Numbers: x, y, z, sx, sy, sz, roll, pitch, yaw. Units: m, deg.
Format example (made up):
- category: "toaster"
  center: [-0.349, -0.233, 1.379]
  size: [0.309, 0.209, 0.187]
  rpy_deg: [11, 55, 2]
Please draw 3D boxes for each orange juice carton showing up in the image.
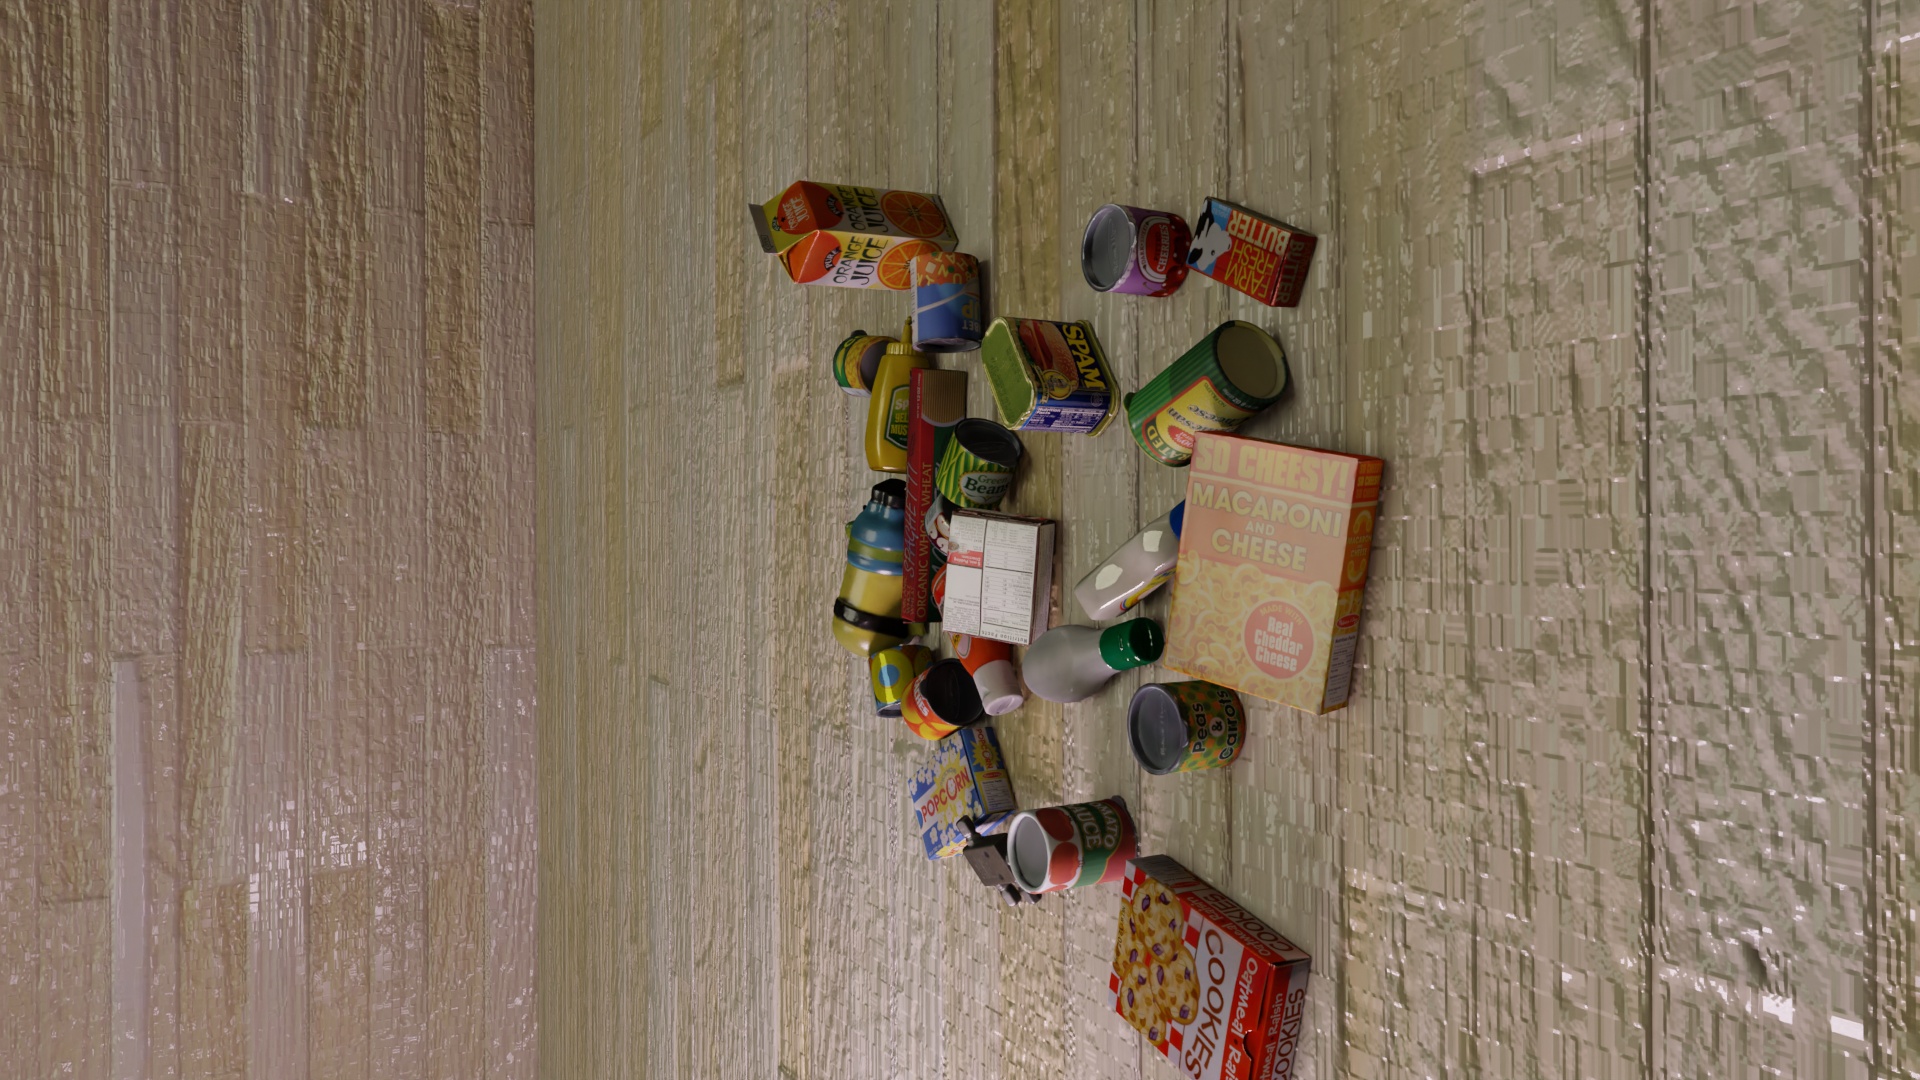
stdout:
- category: "orange juice carton"
  center: [-0.109, -0.296, 1.352]
  size: [0.072, 0.193, 0.072]
  rpy_deg: [-57, 44, 45]

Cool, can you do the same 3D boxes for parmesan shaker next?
- category: "parmesan shaker"
  center: [0.171, -0.104, 0.980]
  size: [0.102, 0.071, 0.071]
  rpy_deg: [-40, 56, 54]

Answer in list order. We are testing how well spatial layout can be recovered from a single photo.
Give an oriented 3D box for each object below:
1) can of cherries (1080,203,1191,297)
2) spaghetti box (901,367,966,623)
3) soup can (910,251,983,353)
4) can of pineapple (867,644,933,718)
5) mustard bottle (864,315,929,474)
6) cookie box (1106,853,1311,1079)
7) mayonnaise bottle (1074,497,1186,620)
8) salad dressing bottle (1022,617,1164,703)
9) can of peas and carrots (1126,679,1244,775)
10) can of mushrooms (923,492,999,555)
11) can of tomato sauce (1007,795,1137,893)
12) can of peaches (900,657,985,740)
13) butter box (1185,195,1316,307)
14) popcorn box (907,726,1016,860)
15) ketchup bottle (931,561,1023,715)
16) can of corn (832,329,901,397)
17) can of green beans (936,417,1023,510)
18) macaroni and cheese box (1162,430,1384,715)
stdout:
- category: "can of cherries"
  center: [0.135, -0.220, 1.057]
  size: [0.071, 0.058, 0.071]
  rpy_deg: [-3, 87, 61]
- category: "spaghetti box"
  center: [-0.026, -0.042, 1.351]
  size: [0.028, 0.050, 0.249]
  rpy_deg: [10, 99, 61]
- category: "soup can"
  center: [-0.011, -0.224, 1.312]
  size: [0.071, 0.071, 0.084]
  rpy_deg: [-8, 82, 60]
- category: "can of pineapple"
  center: [-0.055, 0.140, 1.389]
  size: [0.070, 0.071, 0.058]
  rpy_deg: [-40, 56, 54]
- category: "mustard bottle"
  center: [-0.059, -0.148, 1.397]
  size: [0.049, 0.065, 0.160]
  rpy_deg: [-177, 91, -65]
- category: "cookie box"
  center: [0.174, 0.321, 1.008]
  size: [0.167, 0.040, 0.122]
  rpy_deg: [26, 112, 58]
- category: "mayonnaise bottle"
  center: [0.148, 0.009, 1.035]
  size: [0.147, 0.065, 0.041]
  rpy_deg: [-44, 71, 47]
- category: "salad dressing bottle"
  center: [0.106, 0.094, 1.126]
  size: [0.147, 0.044, 0.064]
  rpy_deg: [-26, 66, 57]
- category: "can of peas and carrots"
  center: [0.165, 0.134, 1.006]
  size: [0.071, 0.059, 0.071]
  rpy_deg: [2, 92, 60]
- category: "can of mushrooms"
  center: [0.005, -0.016, 1.284]
  size: [0.033, 0.071, 0.071]
  rpy_deg: [-55, 45, 45]
- category: "can of tomato sauce"
  center: [0.089, 0.243, 1.114]
  size: [0.071, 0.083, 0.071]
  rpy_deg: [3, 93, 61]
- category: "can of peaches"
  center: [-0.018, 0.151, 1.318]
  size: [0.057, 0.071, 0.071]
  rpy_deg: [-40, 56, 55]
- category: "butter box"
  center: [0.202, -0.203, 0.974]
  size: [0.104, 0.024, 0.053]
  rpy_deg: [44, 127, 52]
- category: "popcorn box"
  center: [0.000, 0.241, 1.319]
  size: [0.126, 0.038, 0.085]
  rpy_deg: [-51, 49, 48]
- category: "ketchup bottle"
  center: [0.018, 0.089, 1.281]
  size: [0.064, 0.043, 0.149]
  rpy_deg: [-57, 44, 44]
- category: "can of corn"
  center: [-0.092, -0.184, 1.450]
  size: [0.058, 0.071, 0.071]
  rpy_deg: [15, 104, 59]
- category: "can of green beans"
  center: [0.017, -0.069, 1.259]
  size: [0.071, 0.071, 0.057]
  rpy_deg: [61, 140, 41]
- category: "macaroni and cheese box"
  center: [0.205, 0.017, 0.921]
  size: [0.124, 0.040, 0.166]
  rpy_deg: [15, 103, 40]
